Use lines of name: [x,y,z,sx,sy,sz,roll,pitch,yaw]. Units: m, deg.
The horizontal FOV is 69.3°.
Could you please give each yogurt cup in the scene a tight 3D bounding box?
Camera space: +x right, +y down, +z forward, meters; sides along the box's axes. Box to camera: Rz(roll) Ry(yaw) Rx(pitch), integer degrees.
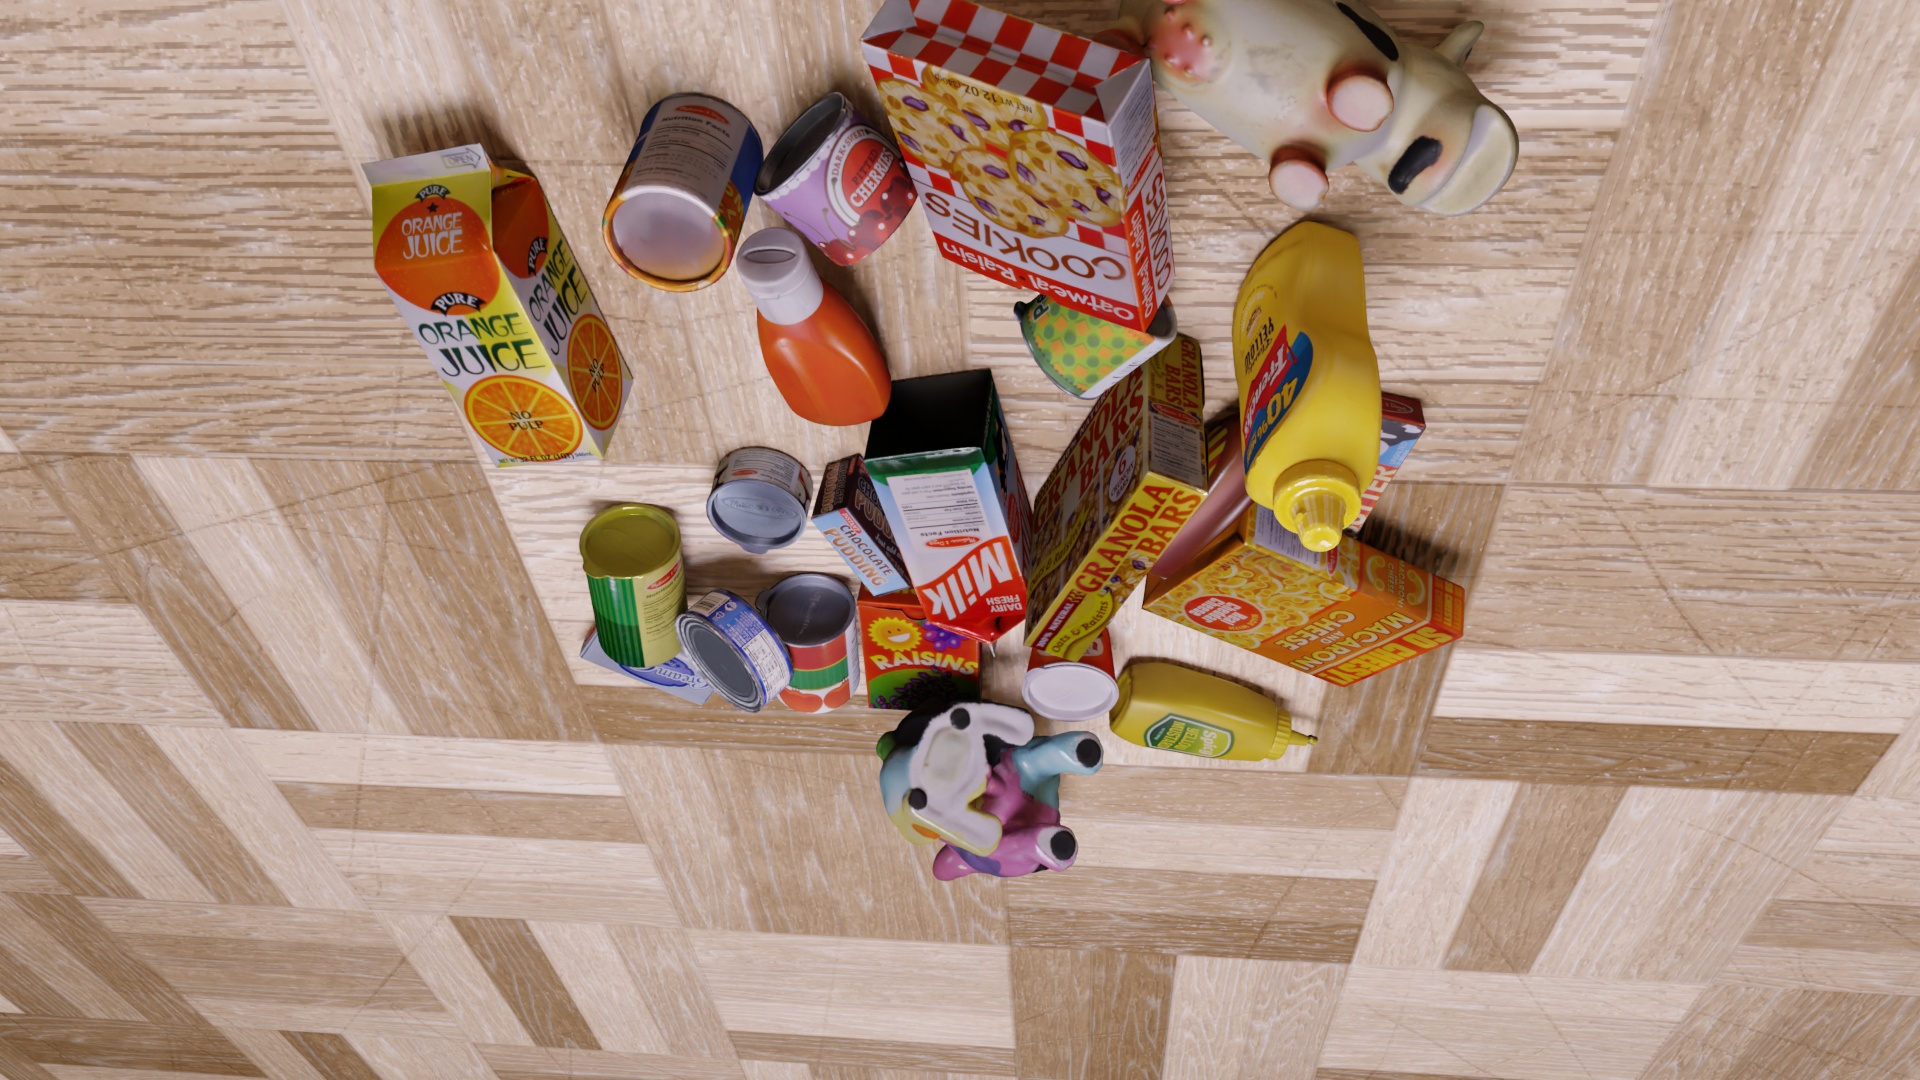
yogurt cup: [0.079,0.090,0.995,0.072,0.054,0.072,4,138,3]

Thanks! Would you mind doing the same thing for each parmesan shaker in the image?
parmesan shaker: [-0.226,0.034,0.961,0.071,0.072,0.102,7,138,0]

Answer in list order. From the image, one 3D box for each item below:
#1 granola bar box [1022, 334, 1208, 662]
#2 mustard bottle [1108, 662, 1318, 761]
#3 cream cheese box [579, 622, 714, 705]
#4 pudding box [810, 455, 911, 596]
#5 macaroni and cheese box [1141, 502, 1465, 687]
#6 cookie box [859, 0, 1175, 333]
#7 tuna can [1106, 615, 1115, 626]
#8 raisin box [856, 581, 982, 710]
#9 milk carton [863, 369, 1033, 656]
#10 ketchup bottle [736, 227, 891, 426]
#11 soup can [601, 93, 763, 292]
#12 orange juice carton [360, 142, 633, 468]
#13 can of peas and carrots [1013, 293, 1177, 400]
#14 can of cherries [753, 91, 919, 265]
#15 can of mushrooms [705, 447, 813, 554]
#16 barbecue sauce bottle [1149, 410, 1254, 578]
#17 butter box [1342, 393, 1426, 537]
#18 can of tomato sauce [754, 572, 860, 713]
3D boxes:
granola bar box: [0.089,-0.025,0.816,0.039,0.125,0.164,18,137,-13]
mustard bottle: [0.193,0.134,1.032,0.160,0.049,0.065,13,139,-7]
cream cheese box: [-0.230,0.087,1.053,0.104,0.024,0.053,25,135,-19]
pudding box: [-0.061,-0.009,0.909,0.030,0.050,0.083,-15,133,24]
macaroni and cheese box: [0.223,0.037,0.911,0.166,0.040,0.123,21,151,-16]
cookie box: [0.033,-0.172,0.650,0.123,0.040,0.167,25,166,21]
tuna can: [0.073,0.034,0.951,0.071,0.033,0.070,3,137,3]
raisin box: [-0.027,0.074,1.003,0.086,0.040,0.122,4,137,4]
milk carton: [0.003,-0.011,0.882,0.073,0.073,0.189,-6,135,14]
ketchup bottle: [-0.083,-0.115,0.766,0.065,0.044,0.148,2,158,12]
soup can: [-0.141,-0.175,0.712,0.071,0.084,0.071,4,138,3]
orange juice carton: [-0.259,-0.134,0.780,0.072,0.073,0.191,-4,136,12]
can of peas and carrots: [0.074,-0.121,0.758,0.071,0.071,0.058,33,131,-26]
can of cherries: [-0.060,-0.182,0.704,0.071,0.072,0.058,-29,127,33]
can of mushrooms: [-0.131,-0.026,0.911,0.071,0.034,0.070,3,137,3]
barbecue sauce bottle: [0.160,-0.043,0.837,0.043,0.065,0.148,29,124,-26]
butter box: [0.236,-0.046,0.848,0.053,0.024,0.103,12,137,-6]
can of tomato sauce: [-0.108,0.074,0.993,0.071,0.071,0.082,4,138,3]
